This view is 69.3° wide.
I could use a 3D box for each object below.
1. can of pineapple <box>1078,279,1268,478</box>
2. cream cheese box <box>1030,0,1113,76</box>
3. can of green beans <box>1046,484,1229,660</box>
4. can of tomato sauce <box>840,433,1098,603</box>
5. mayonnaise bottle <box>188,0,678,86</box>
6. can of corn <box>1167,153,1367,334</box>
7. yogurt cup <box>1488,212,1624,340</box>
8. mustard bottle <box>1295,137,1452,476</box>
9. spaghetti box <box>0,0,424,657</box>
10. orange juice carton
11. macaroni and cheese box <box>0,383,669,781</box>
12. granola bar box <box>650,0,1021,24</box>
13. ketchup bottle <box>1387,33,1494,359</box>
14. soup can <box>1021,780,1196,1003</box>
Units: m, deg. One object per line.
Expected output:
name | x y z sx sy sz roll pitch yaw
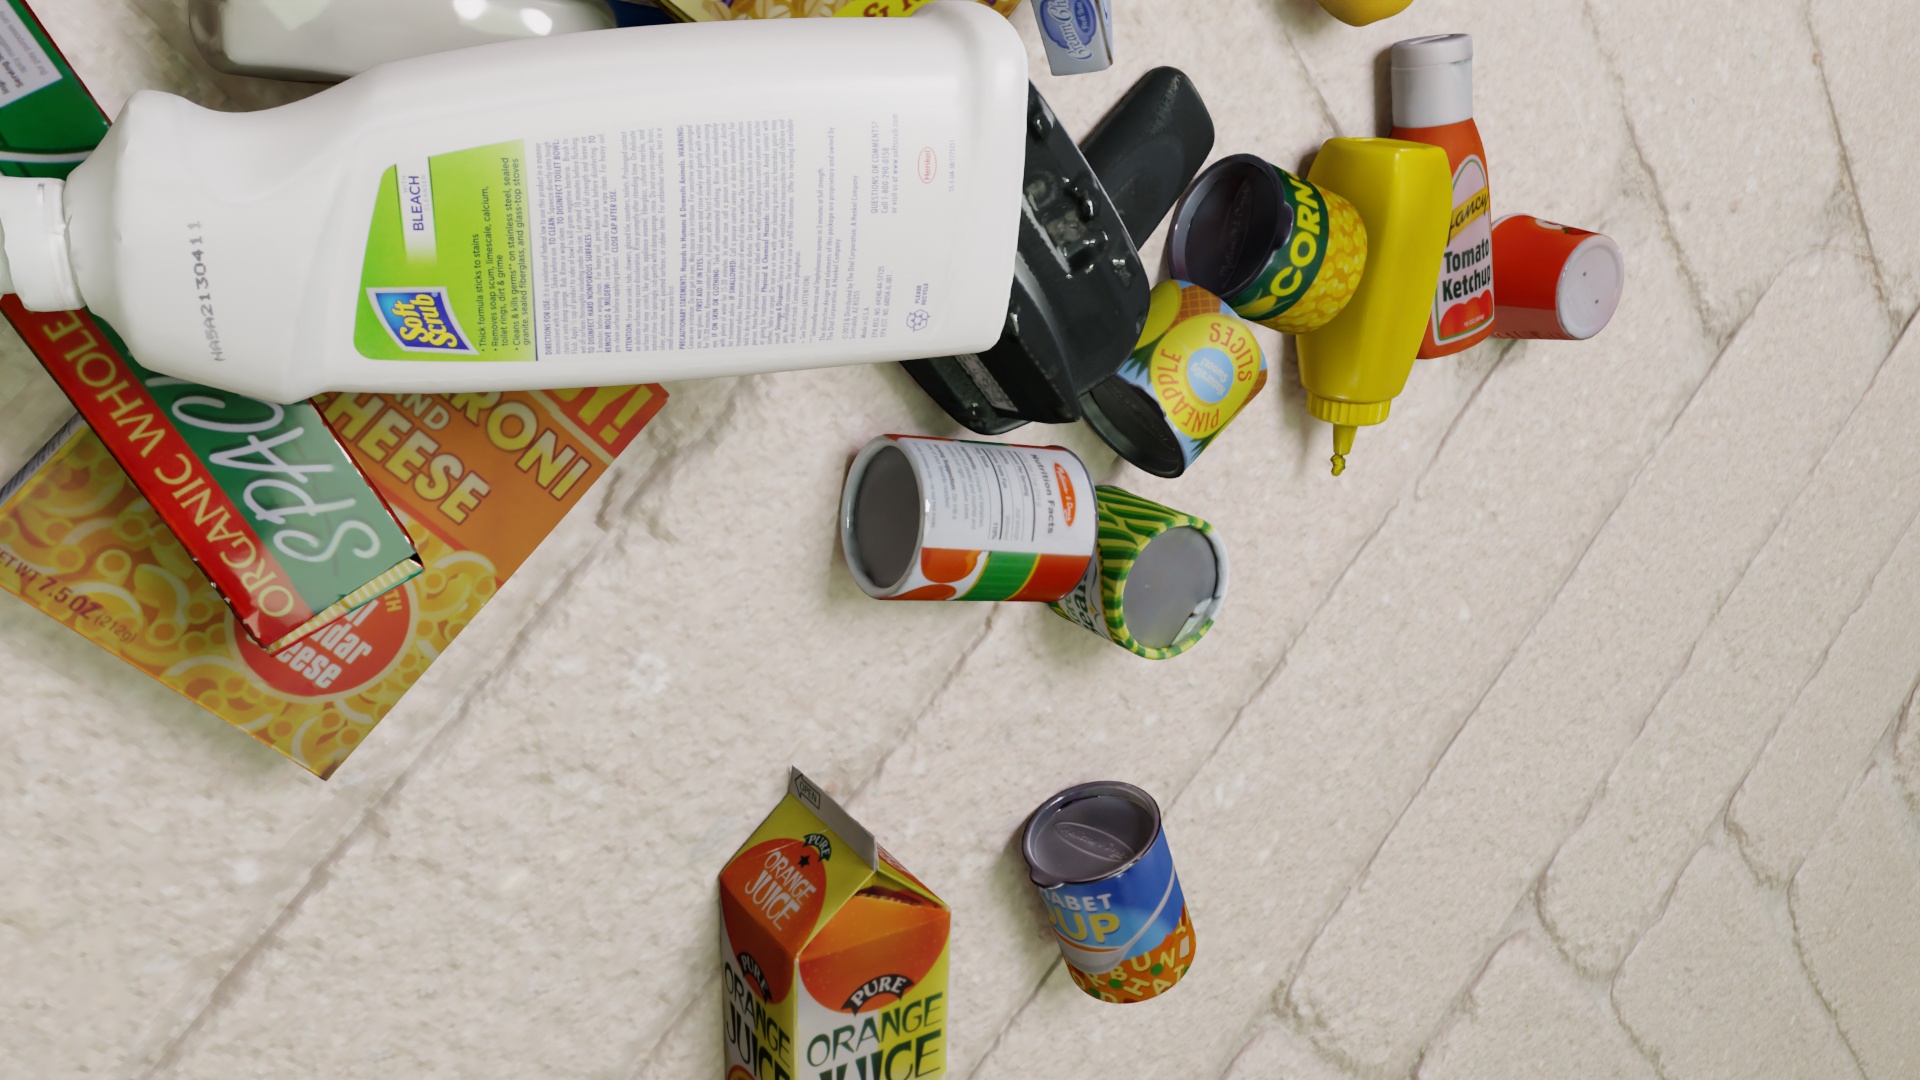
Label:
can of pineapple | 0.090 -0.069 0.596 0.058 0.071 0.070 -45 124 -14
cream cheese box | 0.039 -0.223 0.497 0.053 0.024 0.104 60 28 -60
can of green beans | 0.077 0.014 0.621 0.071 0.058 0.071 -11 111 -31
can of tomato sauce | 0.002 -0.007 0.561 0.083 0.071 0.071 2 104 -34
mayonnaise bottle | -0.145 -0.152 0.419 0.148 0.065 0.041 -3 114 -37
can of corn | 0.136 -0.128 0.608 0.058 0.071 0.071 11 99 -36
yogurt cup | 0.309 -0.136 0.732 0.072 0.054 0.072 -11 111 -30
mustard bottle | 0.189 -0.107 0.658 0.049 0.065 0.159 -12 117 -29
spaghetti box | -0.234 -0.083 0.363 0.050 0.028 0.249 -35 107 -15
orange juice carton | -0.053 0.194 0.583 0.073 0.072 0.192 -9 110 -31
macaroni and cheese box | -0.195 -0.027 0.438 0.167 0.040 0.123 -50 125 -10
granola bar box | -0.023 -0.211 0.408 0.124 0.039 0.165 34 98 -34
ketchup bottle | 0.230 -0.167 0.676 0.065 0.043 0.148 -24 117 -31
soup can | 0.070 0.169 0.661 0.071 0.071 0.083 -31 120 -22
